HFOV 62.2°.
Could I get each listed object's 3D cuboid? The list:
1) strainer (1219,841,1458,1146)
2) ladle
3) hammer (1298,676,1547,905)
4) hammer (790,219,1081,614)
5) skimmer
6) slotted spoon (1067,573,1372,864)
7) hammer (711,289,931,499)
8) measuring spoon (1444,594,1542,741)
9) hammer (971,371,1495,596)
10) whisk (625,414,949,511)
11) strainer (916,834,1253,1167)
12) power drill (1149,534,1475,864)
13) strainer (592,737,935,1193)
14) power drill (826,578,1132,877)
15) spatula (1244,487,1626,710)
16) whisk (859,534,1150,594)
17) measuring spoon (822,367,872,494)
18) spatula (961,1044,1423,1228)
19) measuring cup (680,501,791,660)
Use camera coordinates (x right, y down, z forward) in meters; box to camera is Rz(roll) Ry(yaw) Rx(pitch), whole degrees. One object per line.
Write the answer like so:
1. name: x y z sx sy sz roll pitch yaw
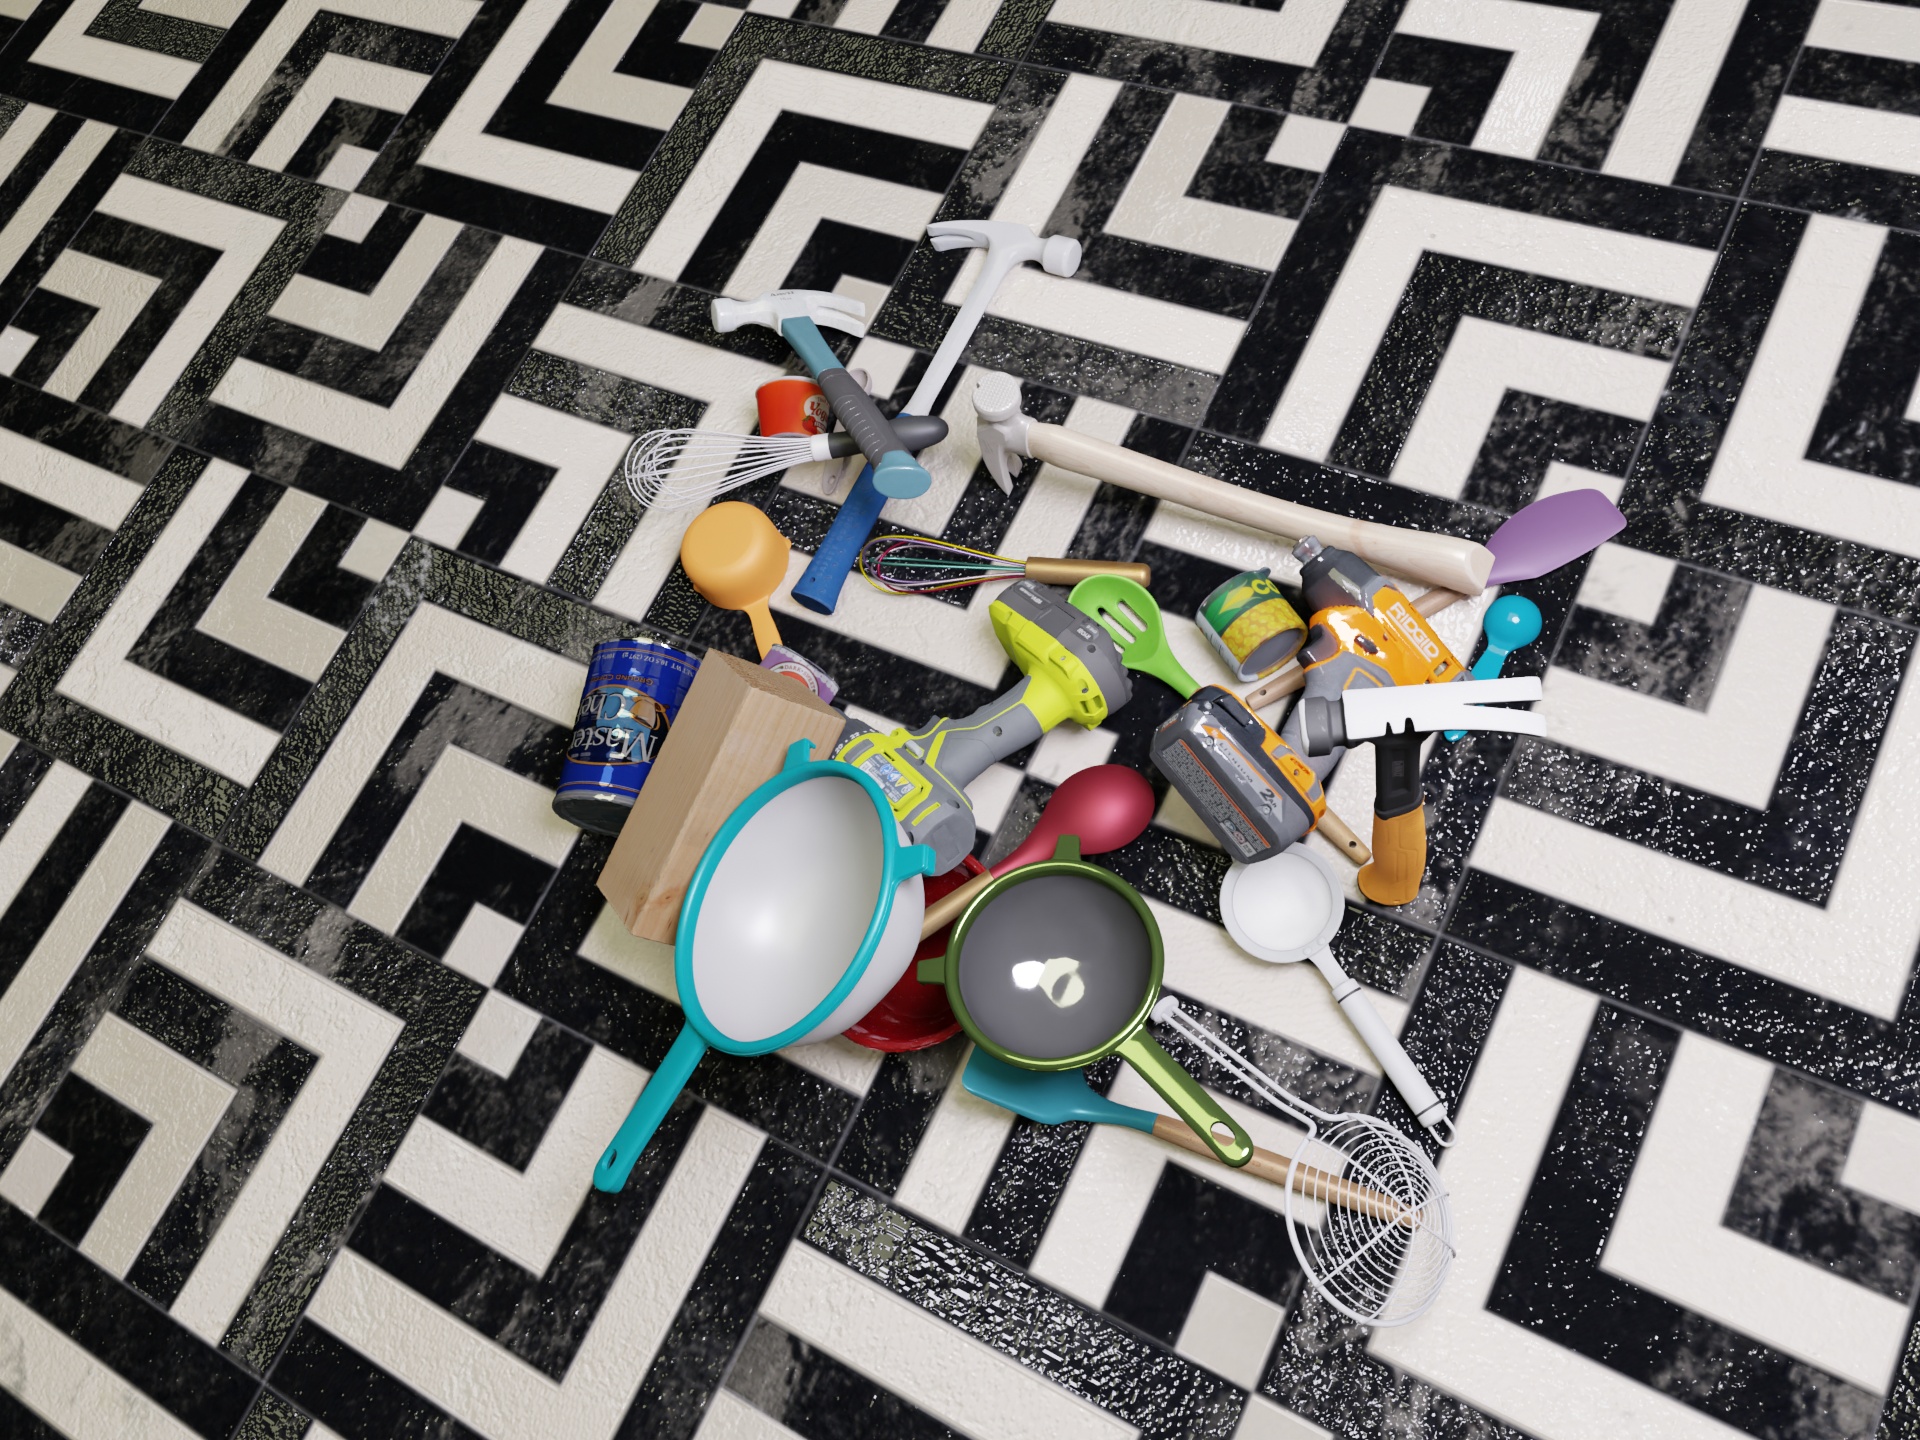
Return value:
1. strainer: 0.263 0.183 1.107 0.087 0.050 0.259 -35 68 6
2. ladle: 0.002 0.128 1.151 0.315 0.031 0.069 -34 60 1
3. hammer: 0.281 0.056 0.989 0.127 0.336 0.034 -5 67 12
4. hammer: -0.042 -0.275 1.399 0.144 0.035 0.405 21 74 23
5. skimmer: 0.177 0.253 1.082 0.127 0.090 0.364 -19 38 -33
6. slotted spoon: 0.196 -0.002 1.215 0.070 0.031 0.314 -43 65 0
7. hammer: -0.105 -0.282 1.342 0.128 0.033 0.331 -13 43 -19
8. measuring spoon: 0.391 -0.041 1.178 0.042 0.021 0.129 25 75 24
9. hammer: 0.206 -0.168 1.243 0.411 0.146 0.038 20 74 16
10. whisk: -0.150 -0.227 1.360 0.284 0.070 0.070 -7 65 7
11. strainer: 0.102 0.208 1.073 0.151 0.069 0.257 -41 61 -10
12. power drill: 0.242 -0.023 1.127 0.226 0.084 0.164 -38 87 -24
13. strainer: -0.131 0.194 1.109 0.340 0.095 0.211 -57 40 3
14. power drill: -0.002 -0.004 1.218 0.228 0.080 0.191 -38 46 -12
15. spatula: 0.356 -0.090 1.212 0.316 0.018 0.060 -30 58 0
16. whisk: 0.034 -0.123 1.312 0.245 0.051 0.047 5 89 13
17. measuring spoon: -0.101 -0.256 1.422 0.034 0.018 0.124 3 73 37
18. spatula: 0.158 0.281 1.090 0.317 0.044 0.082 16 46 20
19. measuring cup: -0.184 -0.112 1.356 0.095 0.052 0.174 -25 60 4
